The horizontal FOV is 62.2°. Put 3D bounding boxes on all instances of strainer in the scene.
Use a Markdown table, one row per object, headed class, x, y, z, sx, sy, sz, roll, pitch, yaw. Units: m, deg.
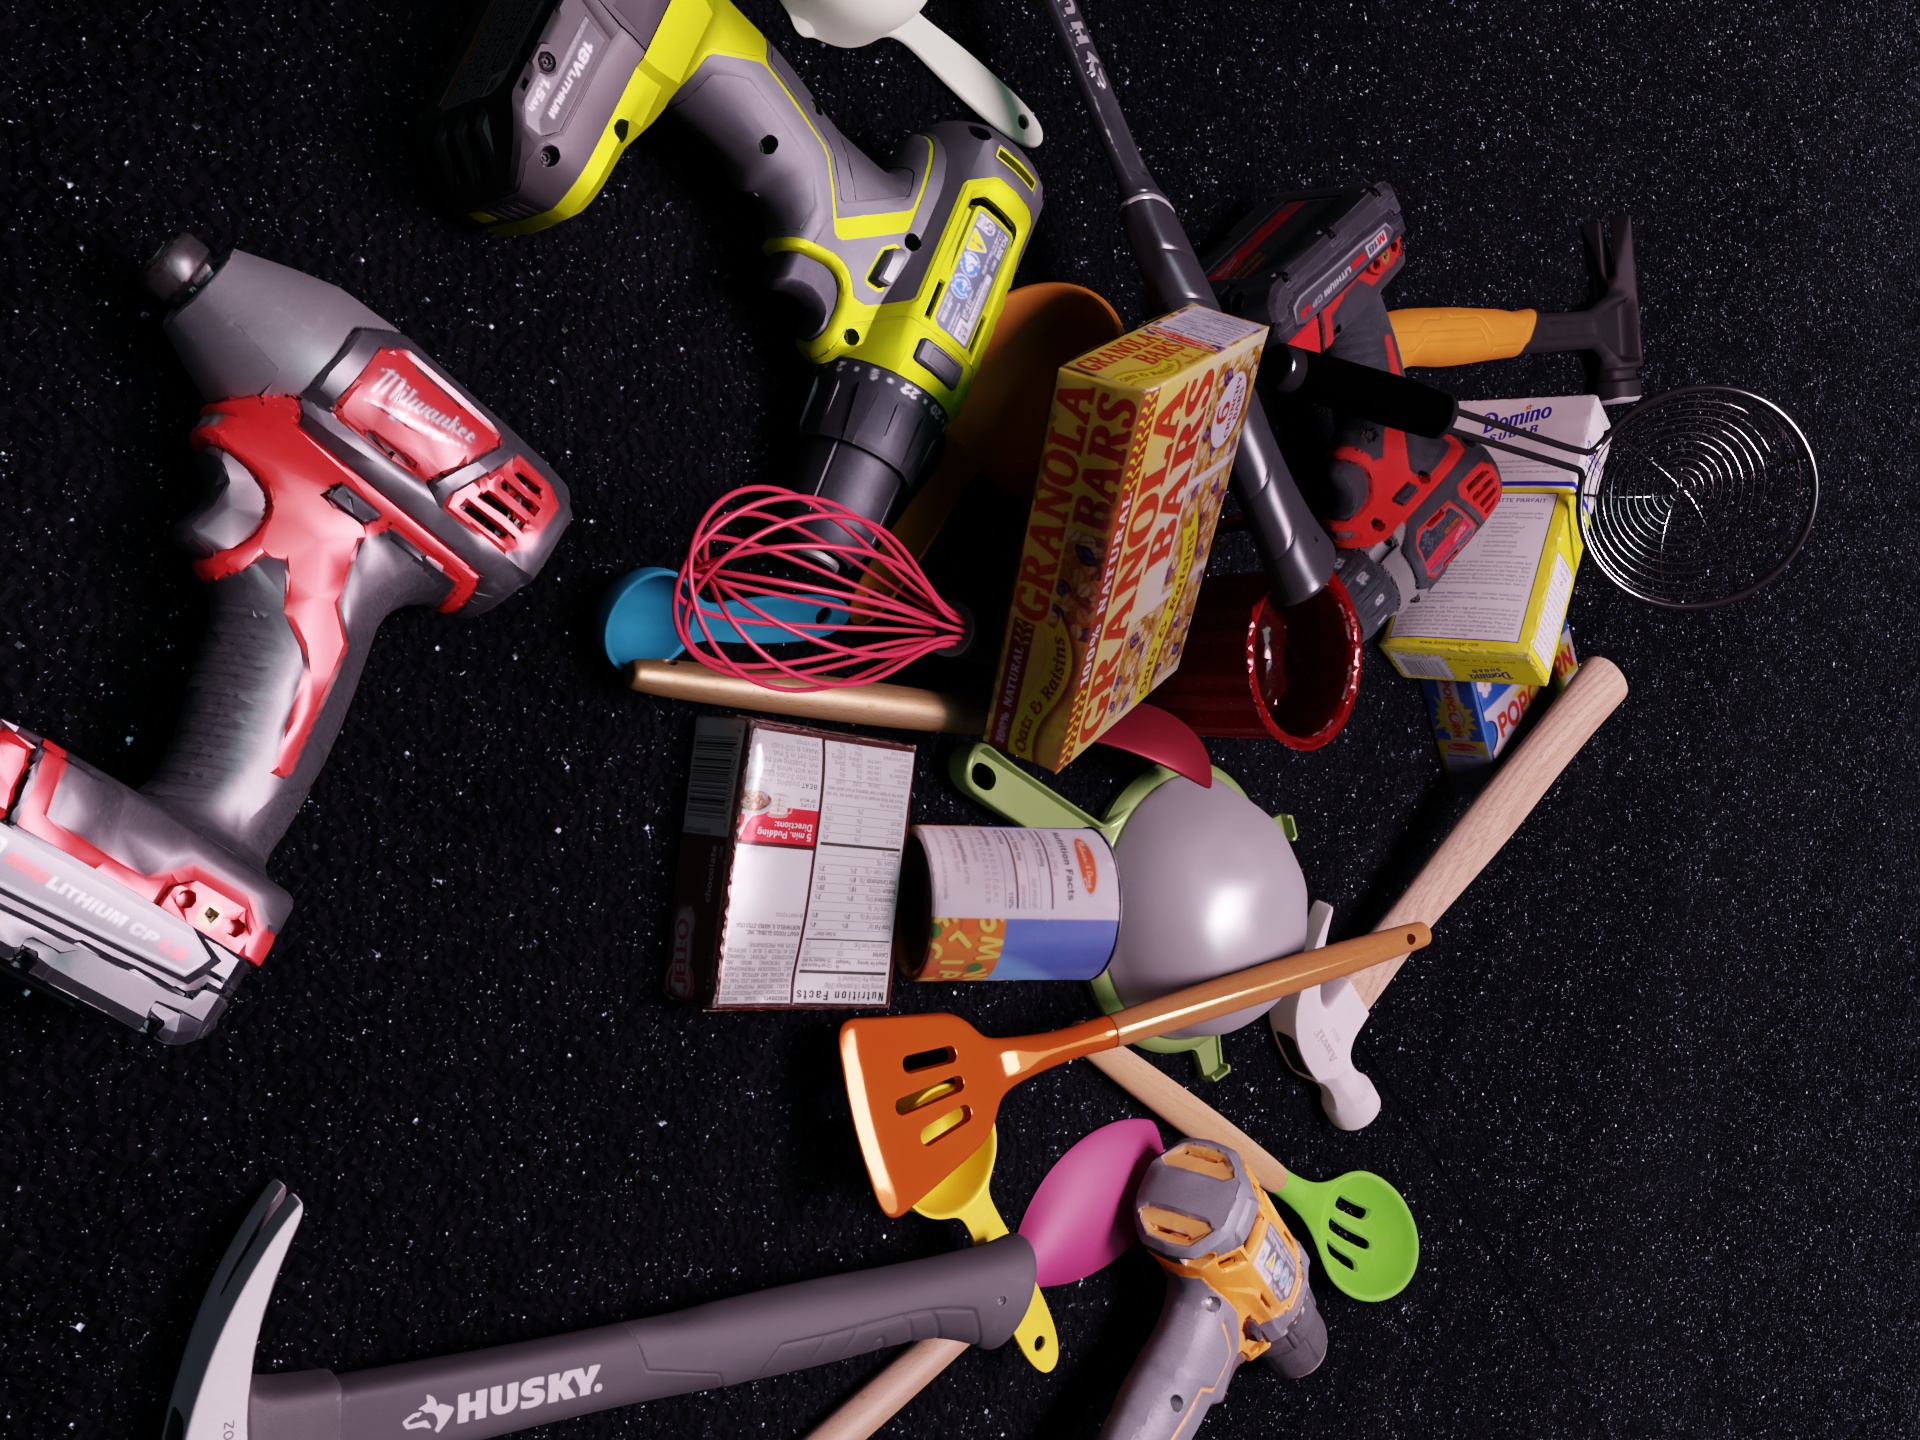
| class | x | y | z | sx | sy | sz | roll | pitch | yaw |
| --- | --- | --- | --- | --- | --- | --- | --- | --- | --- |
| strainer | 0.098 | 0.072 | 0.764 | 0.256 | 0.069 | 0.151 | 34 | 68 | -39 |

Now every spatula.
| class | x | y | z | sx | sy | sz | roll | pitch | yaw |
| --- | --- | --- | --- | --- | --- | --- | --- | --- | --- |
| spatula | 0.092 | 0.135 | 0.718 | 0.322 | 0.041 | 0.081 | -12 | 84 | -25 |

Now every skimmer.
| class | x | y | z | sx | sy | sz | roll | pitch | yaw |
| --- | --- | --- | --- | --- | --- | --- | --- | --- | --- |
| skimmer | 0.307 | -0.137 | 0.820 | 0.363 | 0.090 | 0.127 | 6 | 113 | -36 |

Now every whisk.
| class | x | y | z | sx | sy | sz | roll | pitch | yaw |
| --- | --- | --- | --- | --- | --- | --- | --- | --- | --- |
| whisk | -0.014 | -0.039 | 0.632 | 0.295 | 0.073 | 0.073 | 7 | 86 | -61 |

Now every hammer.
| class | x | y | z | sx | sy | sz | roll | pitch | yaw |
| --- | --- | --- | --- | --- | --- | --- | --- | --- | --- |
| hammer | -0.108 | 0.226 | 0.581 | 0.334 | 0.035 | 0.146 | 3 | 89 | -37 |
| hammer | 0.293 | 0.077 | 0.935 | 0.331 | 0.031 | 0.130 | -45 | 118 | -21 |
| hammer | 0.344 | -0.254 | 1.010 | 0.337 | 0.034 | 0.127 | -16 | 102 | -41 |
| hammer | 0.073 | -0.240 | 0.693 | 0.149 | 0.036 | 0.409 | -37 | 105 | -51 |

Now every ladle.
| class | x | y | z | sx | sy | sz | roll | pitch | yaw |
| --- | --- | --- | --- | --- | --- | --- | --- | --- | --- |
| ladle | -0.001 | -0.002 | 0.681 | 0.315 | 0.069 | 0.031 | 7 | 109 | -40 |

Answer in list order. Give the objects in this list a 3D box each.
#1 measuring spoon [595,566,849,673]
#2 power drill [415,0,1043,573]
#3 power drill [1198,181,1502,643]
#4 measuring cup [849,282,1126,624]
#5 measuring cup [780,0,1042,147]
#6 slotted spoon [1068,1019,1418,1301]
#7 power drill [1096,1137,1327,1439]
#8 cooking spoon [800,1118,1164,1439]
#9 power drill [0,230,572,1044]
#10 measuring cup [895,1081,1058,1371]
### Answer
| class | x | y | z | sx | sy | sz | roll | pitch | yaw |
| --- | --- | --- | --- | --- | --- | --- | --- | --- | --- |
| measuring spoon | -0.093 | -0.043 | 0.626 | 0.128 | 0.021 | 0.042 | -6 | 121 | -51 |
| power drill | -0.077 | -0.181 | 0.597 | 0.228 | 0.080 | 0.190 | 32 | 75 | -40 |
| power drill | 0.191 | -0.144 | 0.841 | 0.188 | 0.080 | 0.226 | -45 | 123 | -20 |
| measuring cup | 0.014 | -0.105 | 0.693 | 0.173 | 0.095 | 0.052 | -55 | 149 | -1 |
| measuring cup | -0.011 | -0.303 | 0.679 | 0.167 | 0.038 | 0.083 | 30 | 71 | -37 |
| slotted spoon | 0.155 | 0.232 | 0.849 | 0.313 | 0.031 | 0.070 | 40 | 59 | -33 |
| power drill | 0.111 | 0.344 | 0.775 | 0.226 | 0.084 | 0.185 | -60 | 136 | -30 |
| cooking spoon | -0.003 | 0.274 | 0.709 | 0.319 | 0.017 | 0.068 | -27 | 108 | -40 |
| power drill | -0.223 | -0.030 | 0.468 | 0.143 | 0.078 | 0.220 | 44 | 60 | -34 |
| measuring cup | 0.005 | 0.227 | 0.706 | 0.062 | 0.029 | 0.156 | -38 | 114 | -36 |
